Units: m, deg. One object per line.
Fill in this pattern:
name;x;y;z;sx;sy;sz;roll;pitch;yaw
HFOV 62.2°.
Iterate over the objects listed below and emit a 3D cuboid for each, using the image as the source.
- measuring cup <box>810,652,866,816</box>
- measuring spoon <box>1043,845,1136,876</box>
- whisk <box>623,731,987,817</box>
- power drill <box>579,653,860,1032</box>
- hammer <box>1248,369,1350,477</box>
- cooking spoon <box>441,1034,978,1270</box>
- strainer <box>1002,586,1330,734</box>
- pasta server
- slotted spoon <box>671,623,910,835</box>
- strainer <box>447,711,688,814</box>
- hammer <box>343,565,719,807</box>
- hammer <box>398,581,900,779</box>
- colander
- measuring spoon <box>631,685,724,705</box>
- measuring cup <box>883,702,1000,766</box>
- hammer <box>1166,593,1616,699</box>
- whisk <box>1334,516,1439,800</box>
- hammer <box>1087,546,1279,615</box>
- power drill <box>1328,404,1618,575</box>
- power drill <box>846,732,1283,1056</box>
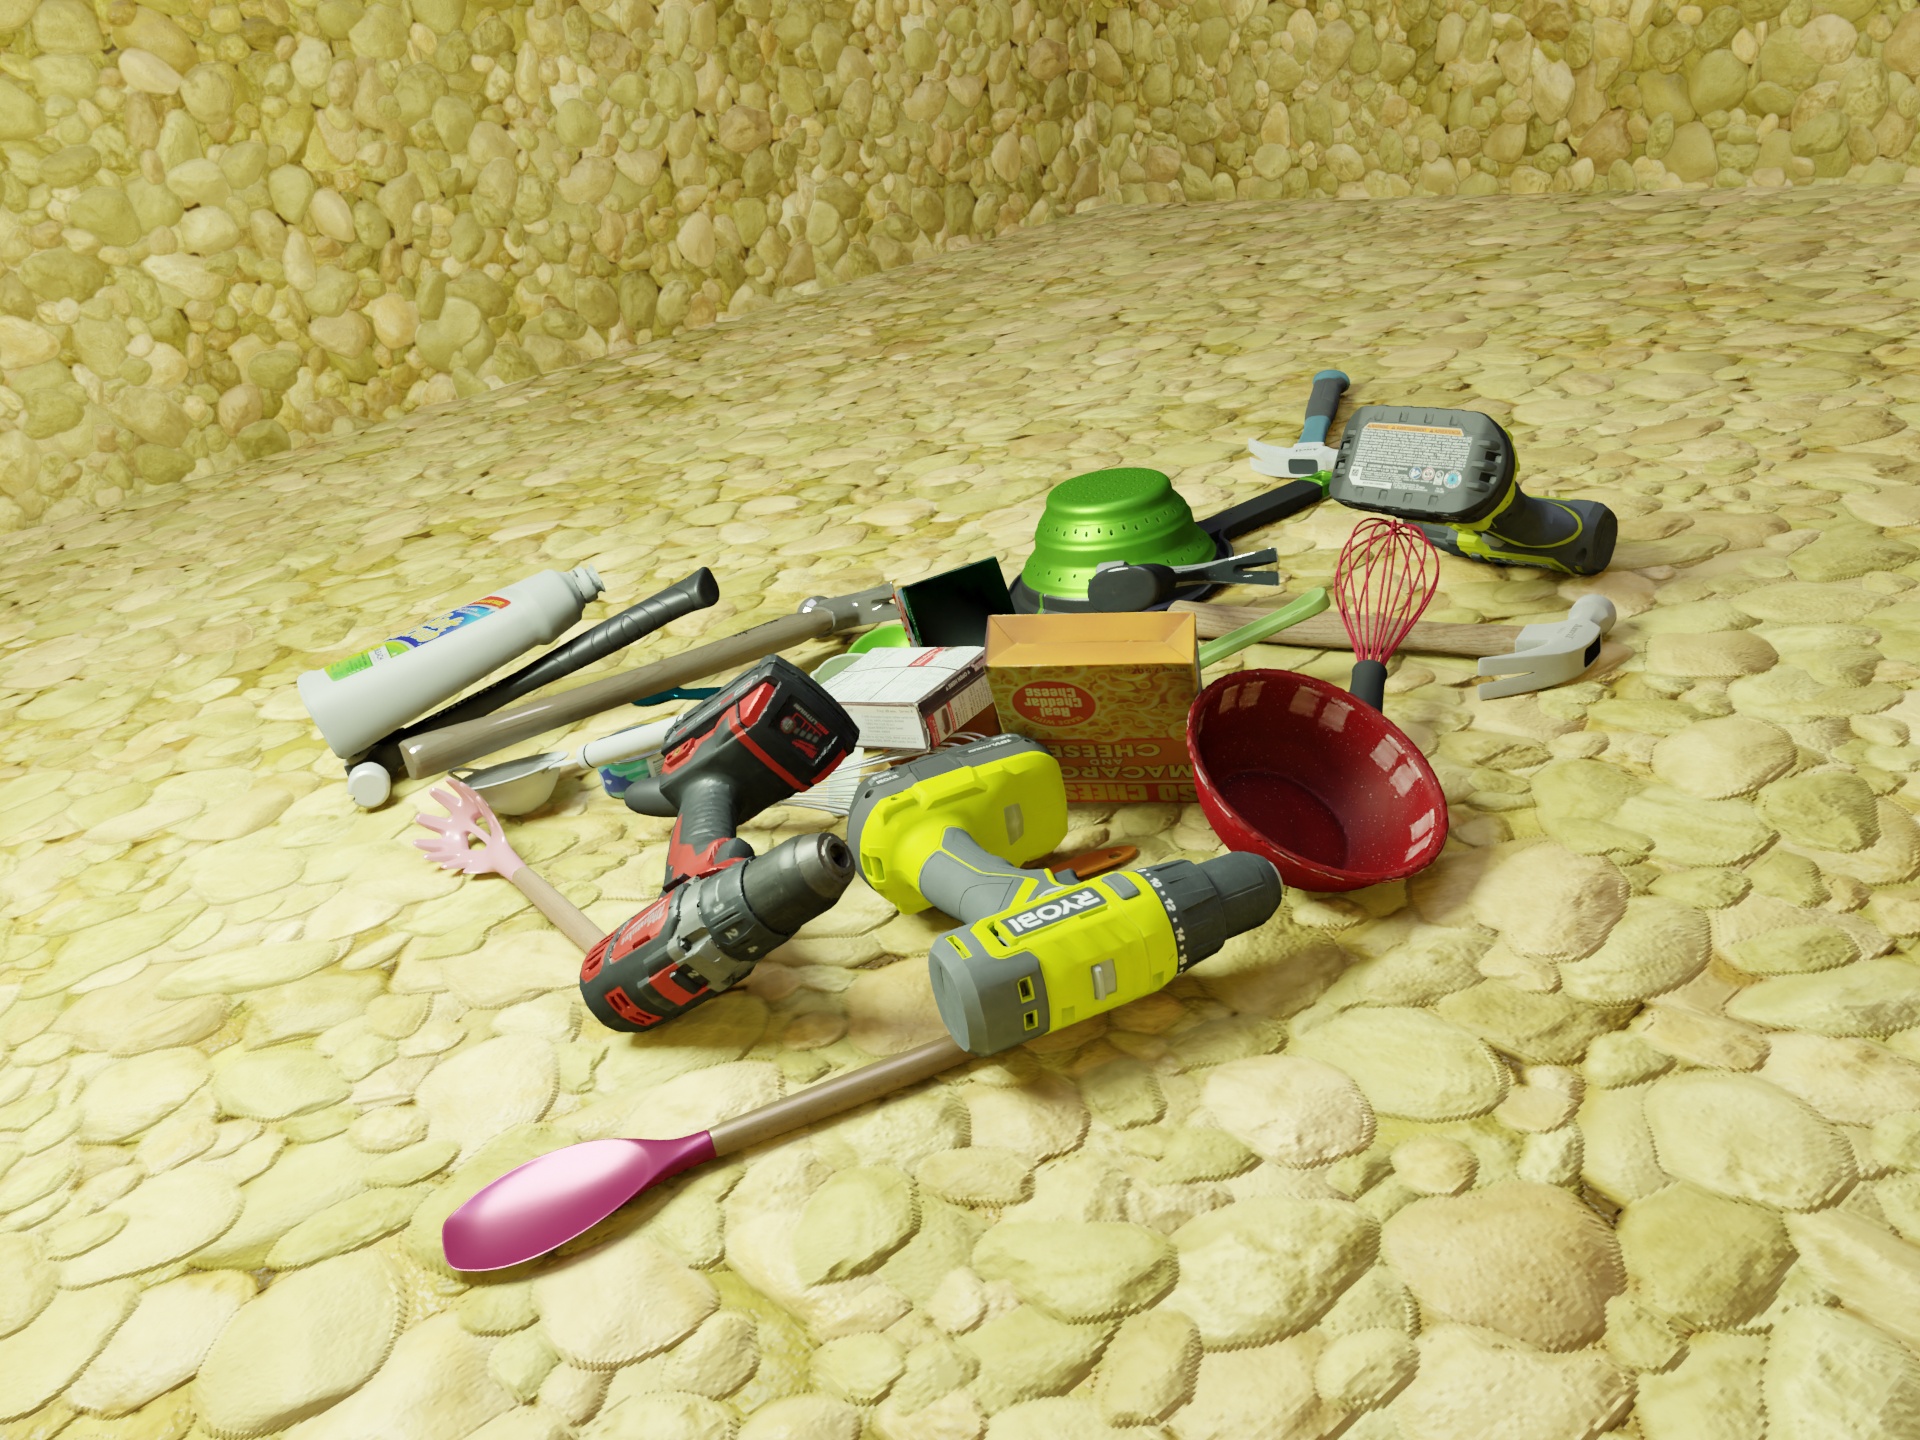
measuring cup;-0.081;0.019;1.176;0.083;0.038;0.168;13;44;-4
measuring spoon;0.058;0.098;0.973;0.117;0.011;0.021;-17;23;-22
whisk;-0.100;0.046;1.077;0.284;0.070;0.070;-3;25;17
power drill;-0.123;0.063;0.928;0.188;0.080;0.227;-32;28;29
hammer;0.391;-0.326;1.730;0.128;0.033;0.331;-1;26;18
cooking spoon;-0.100;0.203;0.797;0.319;0.017;0.069;-18;28;-15
strainer;0.136;-0.055;1.133;0.256;0.069;0.152;-25;21;3
pasta server;-0.286;0.111;1.054;0.040;0.060;0.316;29;-2;-41
slotted spoon;-0.119;0.008;1.221;0.070;0.031;0.314;22;39;22
strainer;-0.278;0.031;1.164;0.258;0.050;0.087;-16;10;30
hammer;-0.353;-0.040;1.327;0.335;0.035;0.146;-29;24;-6
hammer;-0.240;-0.035;1.270;0.410;0.038;0.146;-22;9;-32
colander;0.201;-0.196;1.448;0.397;0.094;0.205;-25;28;-28
measuring spoon;-0.227;-0.031;1.357;0.128;0.021;0.042;-1;26;20
measuring cup;-0.002;-0.004;1.176;0.095;0.052;0.173;-6;13;20
hammer;0.306;-0.065;1.198;0.331;0.031;0.130;7;29;35
whisk;0.280;-0.045;1.082;0.073;0.073;0.296;0;42;23
hammer;0.145;-0.098;1.121;0.149;0.036;0.409;-5;5;13
power drill;0.388;-0.171;1.234;0.171;0.080;0.223;15;-1;41
power drill;0.048;0.086;0.888;0.190;0.080;0.229;-18;26;-18
